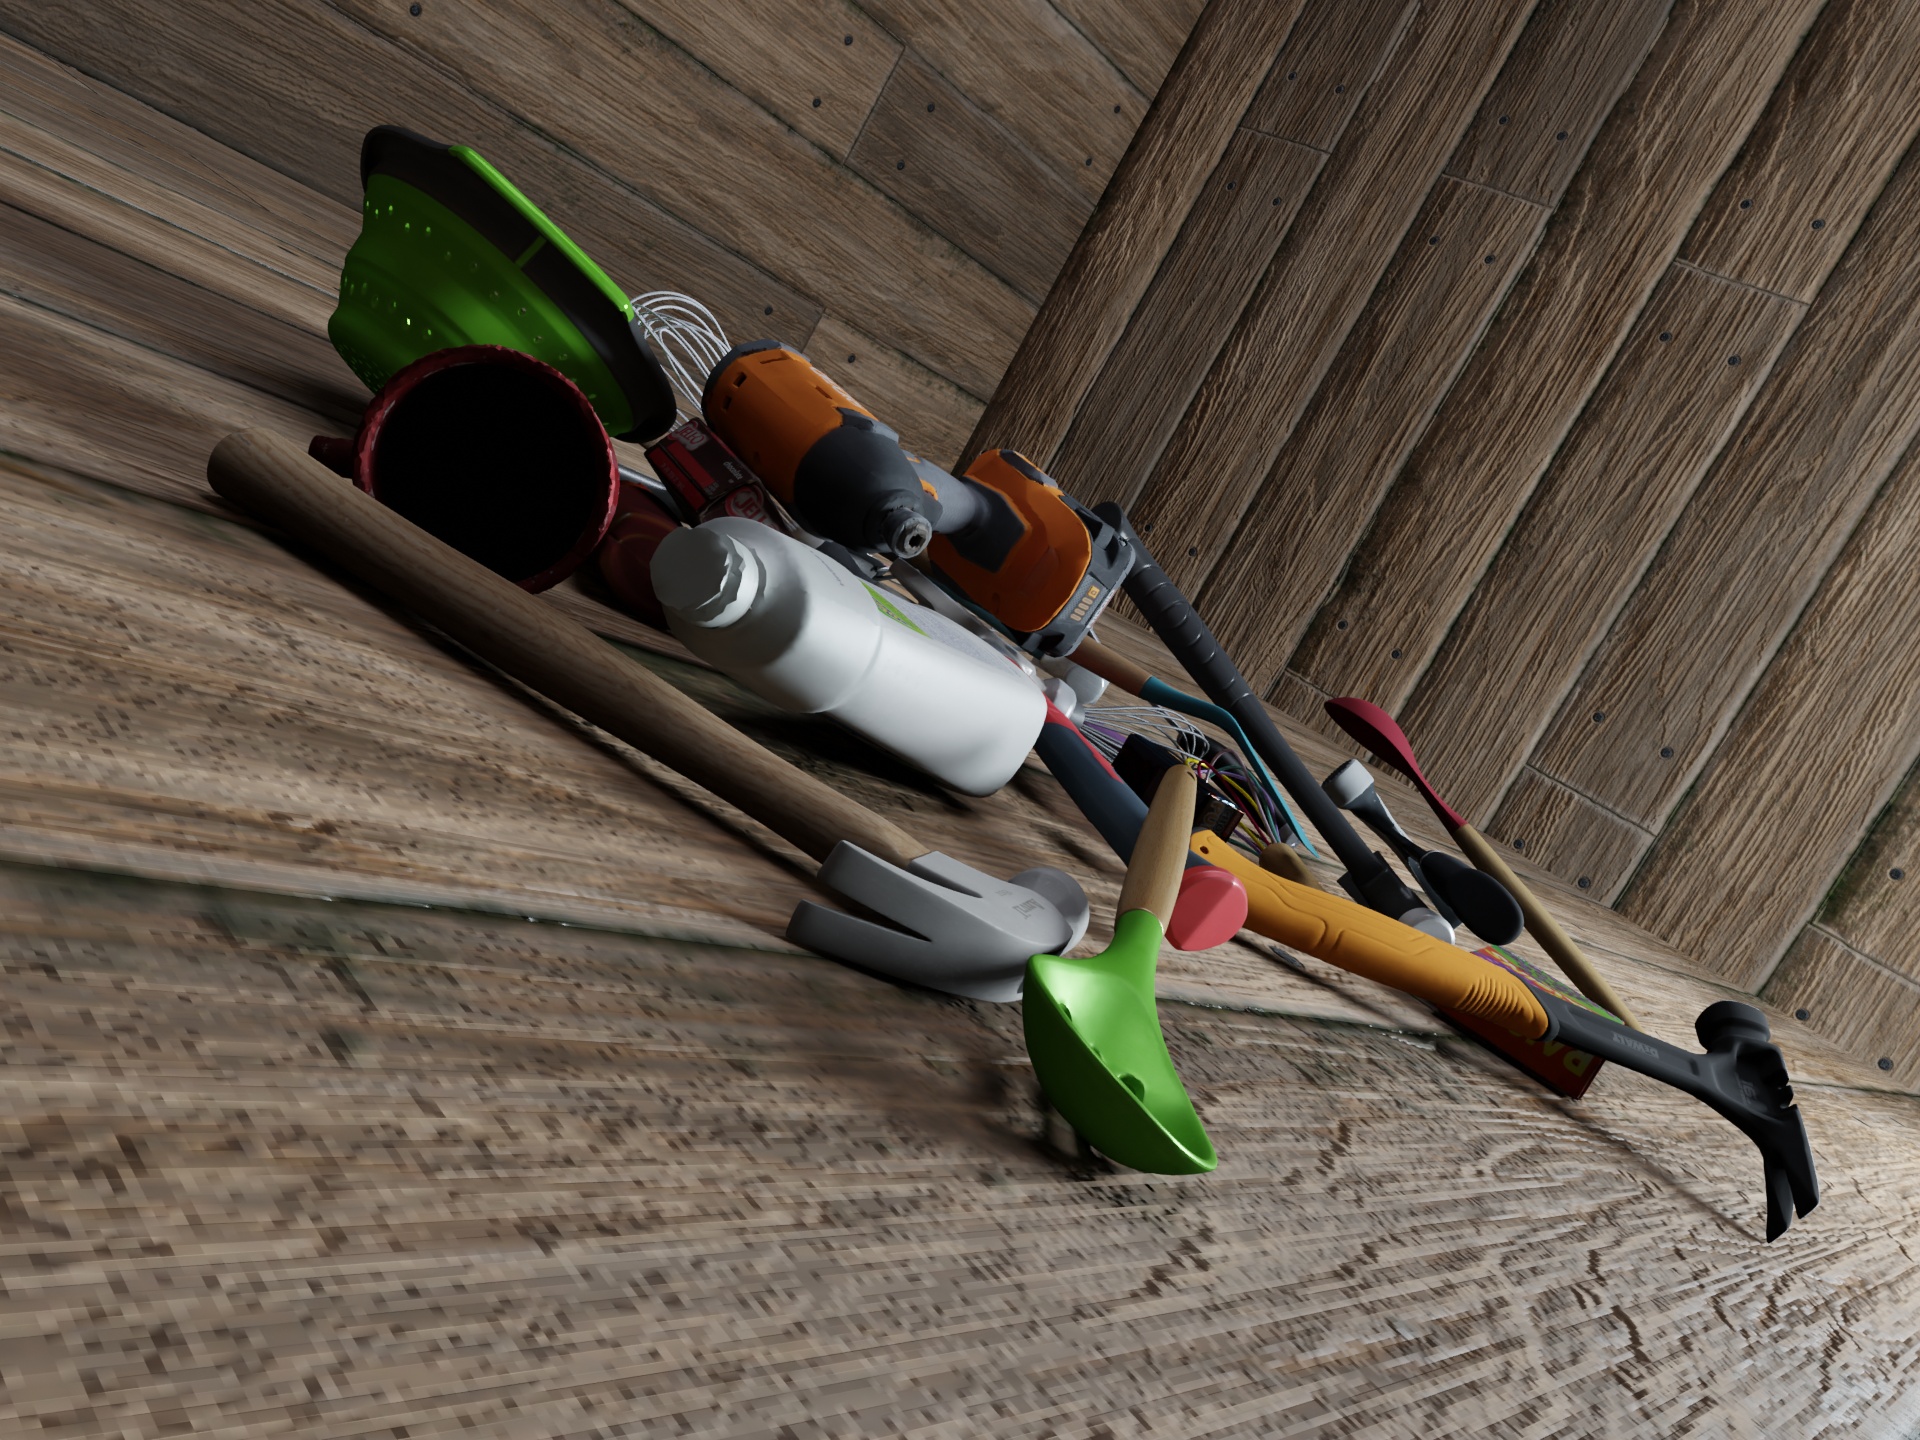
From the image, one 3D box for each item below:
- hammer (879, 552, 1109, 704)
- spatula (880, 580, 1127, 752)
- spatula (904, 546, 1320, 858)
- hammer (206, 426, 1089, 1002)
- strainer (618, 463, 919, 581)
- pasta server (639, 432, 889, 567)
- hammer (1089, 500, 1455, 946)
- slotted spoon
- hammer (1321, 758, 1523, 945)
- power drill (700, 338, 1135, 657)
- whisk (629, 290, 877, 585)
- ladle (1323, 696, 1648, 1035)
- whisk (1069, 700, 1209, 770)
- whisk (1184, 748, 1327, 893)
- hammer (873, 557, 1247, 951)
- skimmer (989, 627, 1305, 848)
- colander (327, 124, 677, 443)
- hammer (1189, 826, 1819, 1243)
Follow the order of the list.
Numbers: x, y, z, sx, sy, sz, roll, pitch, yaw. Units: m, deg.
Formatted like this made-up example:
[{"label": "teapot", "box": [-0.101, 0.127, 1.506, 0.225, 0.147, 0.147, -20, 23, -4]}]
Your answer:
[{"label": "hammer", "box": [-0.031, -0.117, 1.158, 0.331, 0.033, 0.128, 36, 7, 4]}, {"label": "spatula", "box": [0.056, -0.020, 1.138, 0.316, 0.018, 0.060, 33, 5, -4]}, {"label": "spatula", "box": [0.081, -0.023, 0.928, 0.318, 0.044, 0.082, 32, 2, 21]}, {"label": "hammer", "box": [-0.112, -0.008, 0.514, 0.331, 0.031, 0.130, 31, 8, 12]}, {"label": "strainer", "box": [-0.155, -0.125, 1.033, 0.258, 0.050, 0.087, 23, -11, -3]}, {"label": "pasta server", "box": [-0.141, -0.151, 1.088, 0.060, 0.040, 0.316, 39, 3, 28]}, {"label": "hammer", "box": [0.182, 0.003, 0.988, 0.334, 0.035, 0.146, 52, 6, -5]}, {"label": "slotted spoon", "box": [0.063, 0.062, 0.525, 0.070, 0.031, 0.314, 47, 18, -2]}, {"label": "hammer", "box": [0.315, 0.101, 1.050, 0.149, 0.036, 0.409, 49, 7, 4]}, {"label": "power drill", "box": [-0.011, -0.107, 0.826, 0.226, 0.084, 0.164, 19, 20, -46]}, {"label": "whisk", "box": [-0.109, -0.138, 0.949, 0.284, 0.070, 0.070, 51, -4, -31]}, {"label": "ladle", "box": [0.349, 0.093, 1.060, 0.316, 0.031, 0.069, 56, 6, 32]}, {"label": "whisk", "box": [0.074, -0.001, 1.039, 0.238, 0.055, 0.055, 18, 13, -34]}, {"label": "whisk", "box": [0.179, 0.073, 0.955, 0.047, 0.051, 0.245, 57, 4, -21]}, {"label": "hammer", "box": [0.042, 0.008, 0.788, 0.143, 0.038, 0.387, 38, 6, -20]}, {"label": "skimmer", "box": [0.119, -0.003, 1.241, 0.364, 0.090, 0.127, 48, 7, 35]}, {"label": "colander", "box": [-0.282, -0.194, 0.896, 0.204, 0.094, 0.397, 43, -14, -15]}, {"label": "hammer", "box": [0.248, 0.134, 0.760, 0.337, 0.034, 0.127, 22, 38, -5]}]
